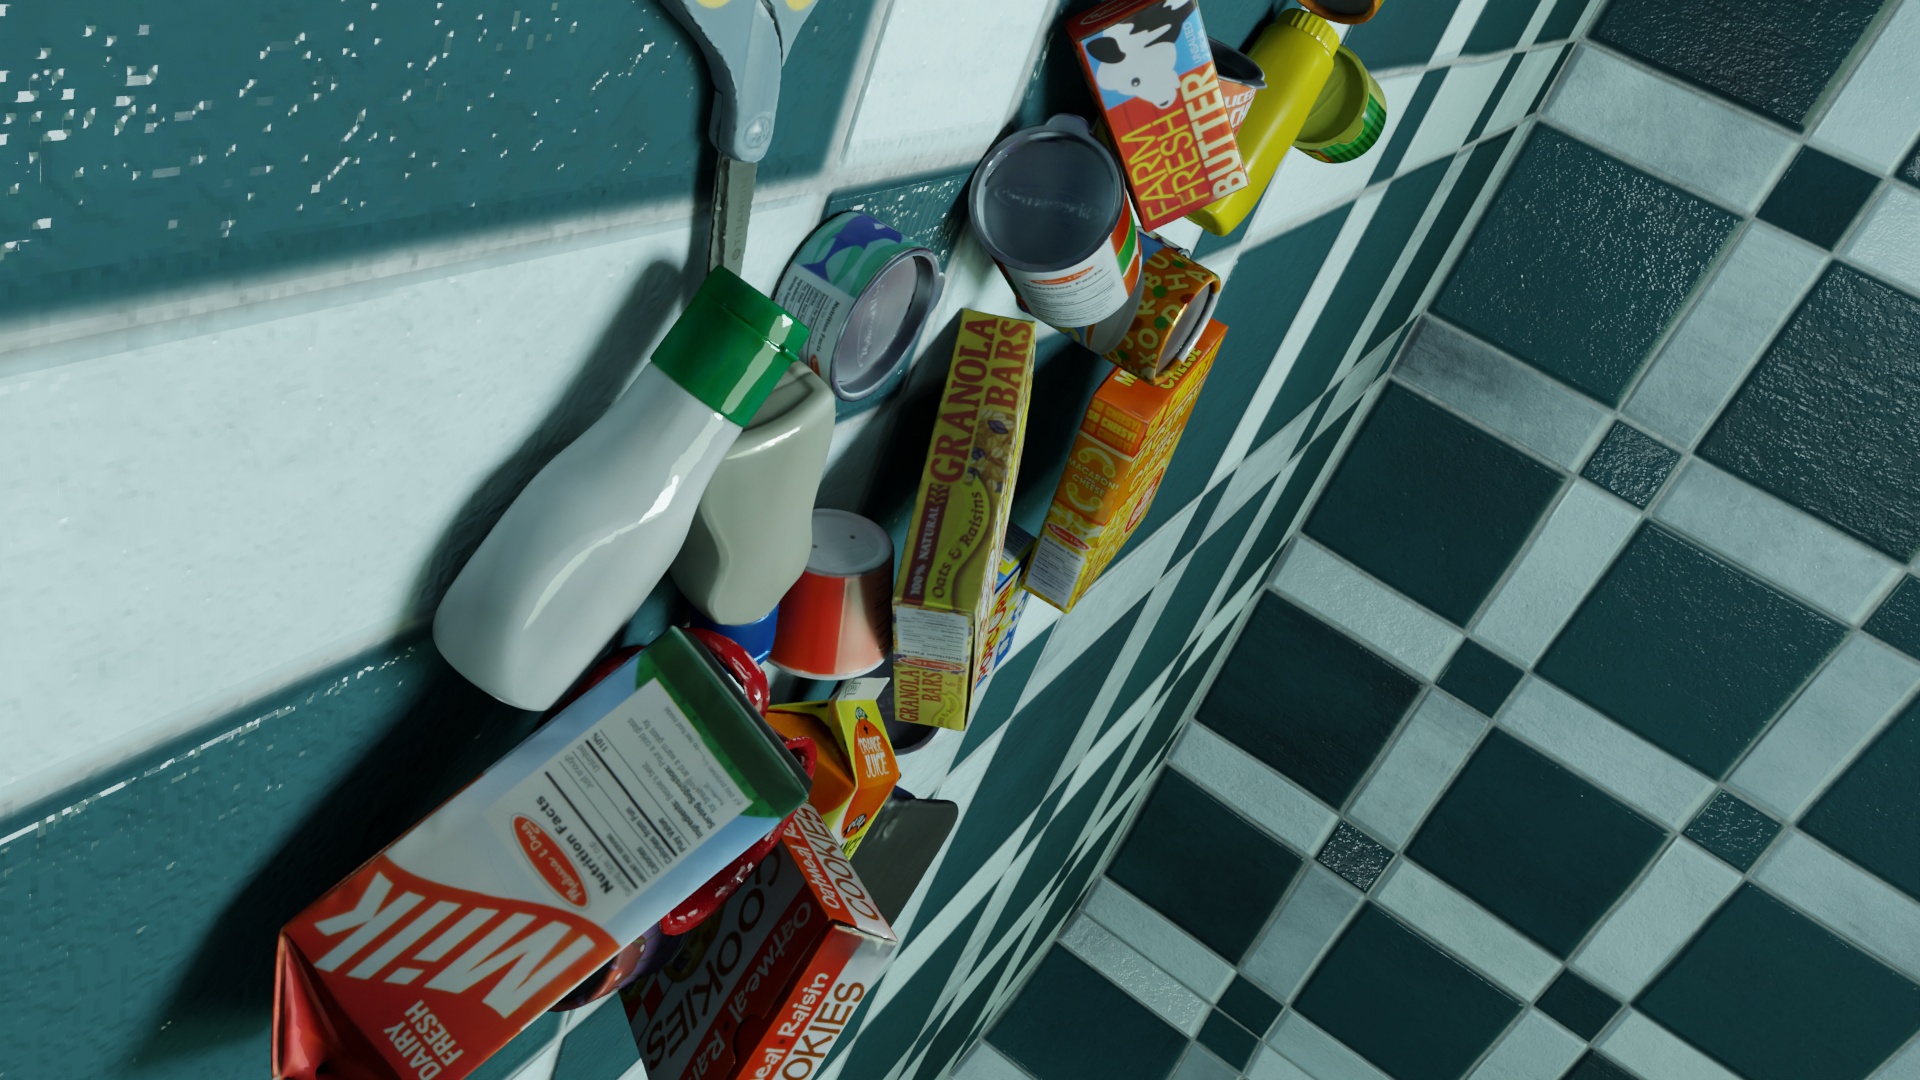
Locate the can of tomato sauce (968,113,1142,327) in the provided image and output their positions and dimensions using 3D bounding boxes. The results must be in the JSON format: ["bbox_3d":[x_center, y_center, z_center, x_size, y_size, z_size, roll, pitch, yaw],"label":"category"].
[{"bbox_3d":[0.045,-0.140,0.623,0.071,0.071,0.083,-57,164,0],"label":"can of tomato sauce"}]

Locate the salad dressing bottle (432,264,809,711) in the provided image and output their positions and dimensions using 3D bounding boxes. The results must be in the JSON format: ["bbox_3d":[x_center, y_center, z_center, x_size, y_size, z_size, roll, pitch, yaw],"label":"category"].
[{"bbox_3d":[-0.104,-0.017,0.437,0.147,0.044,0.064,-53,162,2],"label":"salad dressing bottle"}]

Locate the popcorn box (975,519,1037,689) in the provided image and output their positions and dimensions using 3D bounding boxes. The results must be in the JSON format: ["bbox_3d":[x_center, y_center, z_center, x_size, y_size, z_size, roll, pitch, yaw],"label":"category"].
[{"bbox_3d":[0.006,0.054,0.916,0.085,0.038,0.126,-46,160,-36],"label":"popcorn box"}]

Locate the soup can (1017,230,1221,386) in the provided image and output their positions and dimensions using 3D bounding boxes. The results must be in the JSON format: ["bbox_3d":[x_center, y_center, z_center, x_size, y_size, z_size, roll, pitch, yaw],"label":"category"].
[{"bbox_3d":[0.081,-0.127,0.715,0.071,0.084,0.071,-50,162,-22],"label":"soup can"}]

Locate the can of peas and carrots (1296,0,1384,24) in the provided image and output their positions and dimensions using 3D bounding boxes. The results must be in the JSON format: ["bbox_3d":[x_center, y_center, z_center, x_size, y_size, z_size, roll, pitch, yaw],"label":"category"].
[{"bbox_3d":[0.216,-0.327,0.764,0.059,0.071,0.071,-55,163,-6],"label":"can of peas and carrots"}]

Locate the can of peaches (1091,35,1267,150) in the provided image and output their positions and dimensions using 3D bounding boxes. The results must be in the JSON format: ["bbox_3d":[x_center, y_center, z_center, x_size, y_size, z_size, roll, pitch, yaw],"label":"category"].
[{"bbox_3d":[0.103,-0.205,0.659,0.071,0.071,0.057,-36,154,-52],"label":"can of peaches"}]

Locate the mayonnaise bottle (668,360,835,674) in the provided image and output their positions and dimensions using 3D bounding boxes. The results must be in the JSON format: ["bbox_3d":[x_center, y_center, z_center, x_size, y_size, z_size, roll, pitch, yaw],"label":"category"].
[{"bbox_3d":[-0.086,-0.003,0.541,0.065,0.041,0.147,-32,154,-33],"label":"mayonnaise bottle"}]

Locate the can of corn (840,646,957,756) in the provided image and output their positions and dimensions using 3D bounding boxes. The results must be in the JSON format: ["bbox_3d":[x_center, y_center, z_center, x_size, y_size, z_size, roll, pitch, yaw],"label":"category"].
[{"bbox_3d":[-0.032,0.091,0.833,0.071,0.071,0.058,-59,164,5],"label":"can of corn"}]

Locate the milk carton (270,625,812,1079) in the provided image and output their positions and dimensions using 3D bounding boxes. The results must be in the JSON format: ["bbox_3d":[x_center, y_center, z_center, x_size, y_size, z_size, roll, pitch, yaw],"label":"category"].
[{"bbox_3d":[-0.146,0.115,0.460,0.191,0.073,0.072,-38,179,-9],"label":"milk carton"}]

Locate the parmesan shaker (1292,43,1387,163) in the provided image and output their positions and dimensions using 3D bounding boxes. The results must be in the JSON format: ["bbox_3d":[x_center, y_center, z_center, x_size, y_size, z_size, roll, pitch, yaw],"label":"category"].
[{"bbox_3d":[0.243,-0.284,0.914,0.071,0.071,0.103,-63,163,18],"label":"parmesan shaker"}]

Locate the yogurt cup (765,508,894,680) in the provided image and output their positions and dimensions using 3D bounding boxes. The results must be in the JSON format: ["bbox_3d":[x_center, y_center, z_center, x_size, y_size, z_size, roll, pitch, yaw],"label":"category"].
[{"bbox_3d":[-0.060,0.022,0.624,0.073,0.072,0.053,-36,146,-51],"label":"yogurt cup"}]

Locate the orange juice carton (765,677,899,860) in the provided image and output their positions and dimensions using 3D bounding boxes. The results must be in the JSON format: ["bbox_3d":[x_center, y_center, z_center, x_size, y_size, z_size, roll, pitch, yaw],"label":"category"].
[{"bbox_3d":[-0.098,0.154,0.741,0.192,0.073,0.072,-59,164,4],"label":"orange juice carton"}]

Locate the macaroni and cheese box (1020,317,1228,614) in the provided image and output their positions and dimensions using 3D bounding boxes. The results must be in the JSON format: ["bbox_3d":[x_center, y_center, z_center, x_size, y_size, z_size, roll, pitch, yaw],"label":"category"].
[{"bbox_3d":[0.100,-0.050,0.863,0.124,0.040,0.165,-47,162,-43],"label":"macaroni and cheese box"}]

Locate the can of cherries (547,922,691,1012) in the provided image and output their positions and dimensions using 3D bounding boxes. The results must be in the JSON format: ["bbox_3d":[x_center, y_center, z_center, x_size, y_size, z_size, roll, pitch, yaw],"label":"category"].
[{"bbox_3d":[-0.158,0.164,0.594,0.071,0.071,0.058,-59,163,7],"label":"can of cherries"}]

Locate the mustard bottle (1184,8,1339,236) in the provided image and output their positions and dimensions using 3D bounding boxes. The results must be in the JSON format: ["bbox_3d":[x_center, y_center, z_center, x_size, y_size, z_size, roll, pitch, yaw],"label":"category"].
[{"bbox_3d":[0.181,-0.260,0.819,0.160,0.049,0.065,-58,164,1],"label":"mustard bottle"}]

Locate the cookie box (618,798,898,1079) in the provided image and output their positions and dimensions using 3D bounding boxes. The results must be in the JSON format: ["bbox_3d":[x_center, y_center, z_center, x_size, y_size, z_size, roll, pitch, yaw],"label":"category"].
[{"bbox_3d":[-0.105,0.177,0.628,0.040,0.168,0.123,27,98,-33],"label":"cookie box"}]

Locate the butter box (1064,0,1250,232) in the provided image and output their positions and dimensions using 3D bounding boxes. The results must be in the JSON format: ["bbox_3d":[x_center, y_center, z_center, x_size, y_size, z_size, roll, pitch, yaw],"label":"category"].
[{"bbox_3d":[0.088,-0.189,0.608,0.053,0.024,0.103,-24,131,6],"label":"butter box"}]

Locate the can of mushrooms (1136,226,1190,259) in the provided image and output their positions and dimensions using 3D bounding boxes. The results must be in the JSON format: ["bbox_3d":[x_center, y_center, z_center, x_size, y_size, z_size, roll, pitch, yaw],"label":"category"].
[{"bbox_3d":[0.106,-0.152,0.831,0.071,0.033,0.070,-50,163,-21],"label":"can of mushrooms"}]

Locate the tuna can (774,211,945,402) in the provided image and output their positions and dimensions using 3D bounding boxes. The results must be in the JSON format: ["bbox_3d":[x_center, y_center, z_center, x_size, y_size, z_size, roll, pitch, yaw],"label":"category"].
[{"bbox_3d":[-0.039,-0.090,0.529,0.071,0.033,0.070,-50,162,-22],"label":"tuna can"}]

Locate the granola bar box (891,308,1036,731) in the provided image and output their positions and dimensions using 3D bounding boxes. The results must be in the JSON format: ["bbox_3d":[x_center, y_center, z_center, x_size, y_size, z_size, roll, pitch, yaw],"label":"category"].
[{"bbox_3d":[0.002,-0.008,0.670,0.123,0.039,0.166,94,7,-58],"label":"granola bar box"}]
